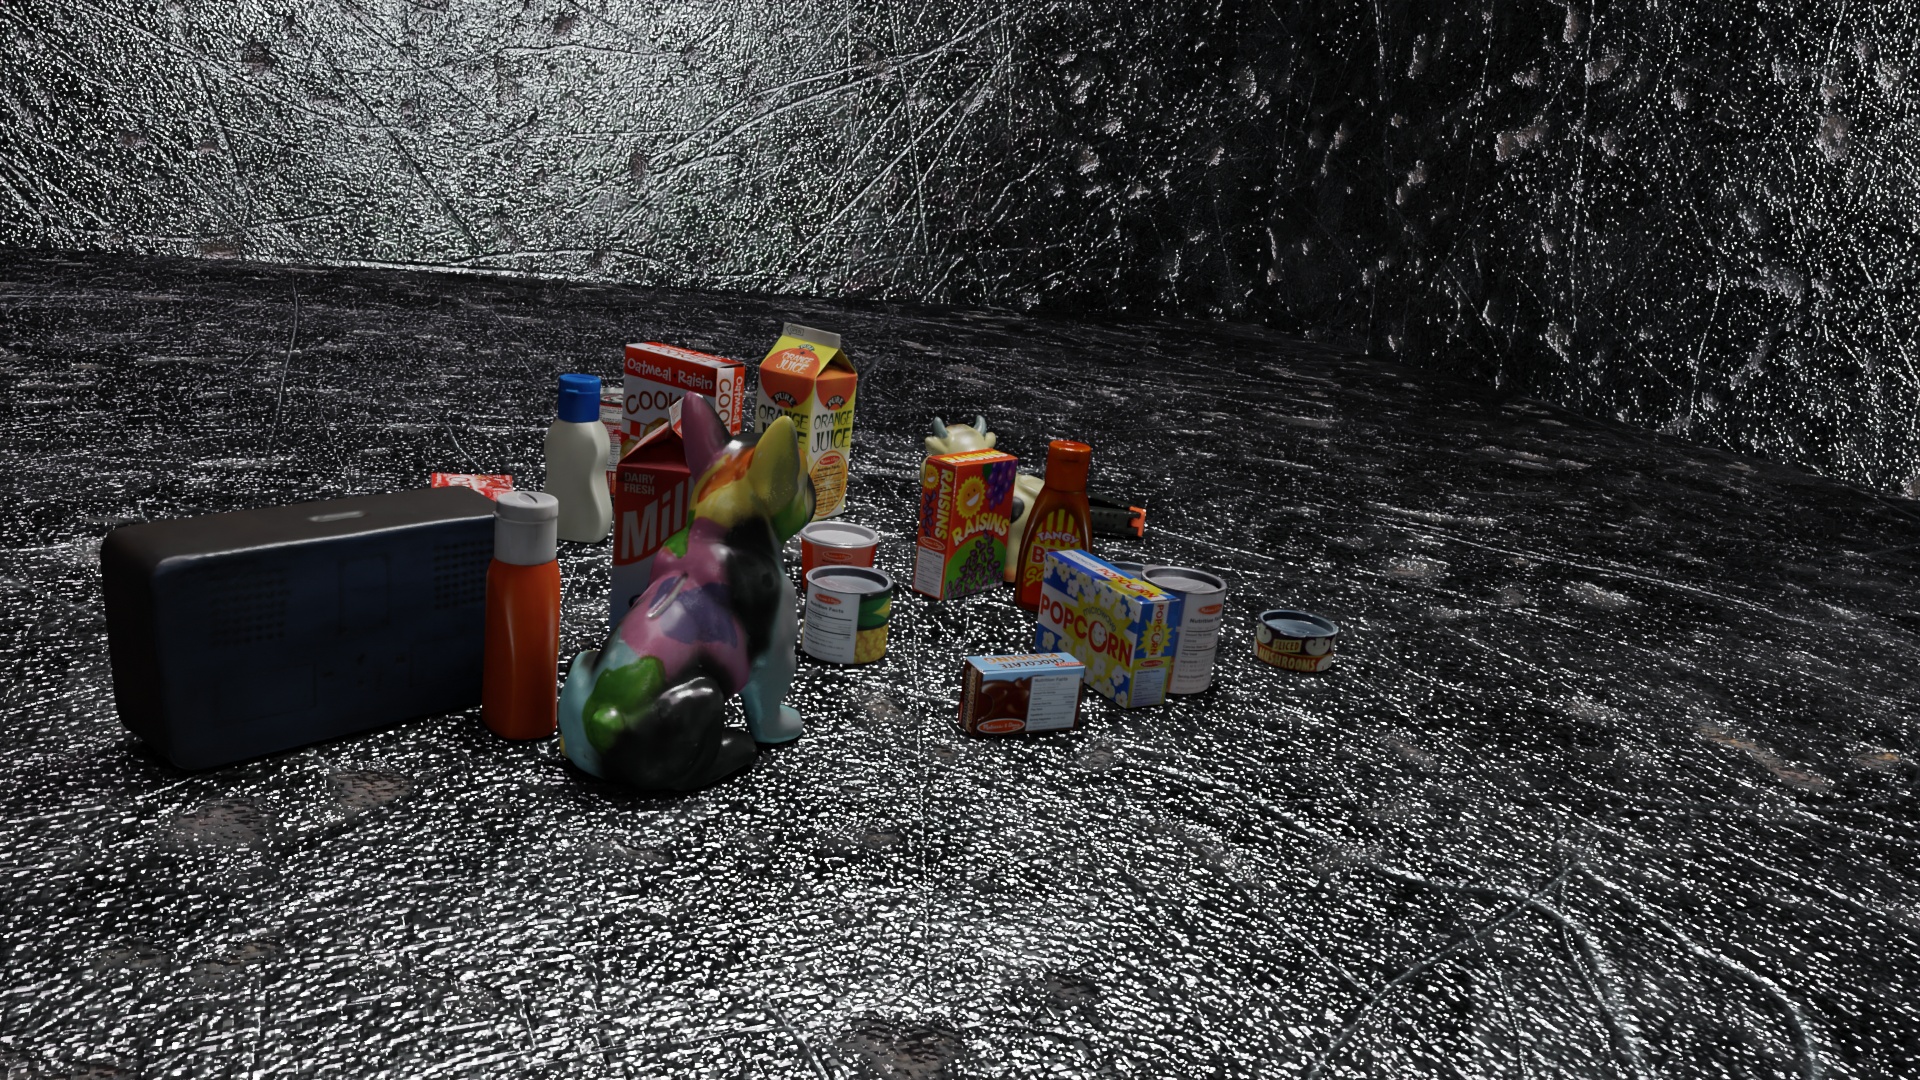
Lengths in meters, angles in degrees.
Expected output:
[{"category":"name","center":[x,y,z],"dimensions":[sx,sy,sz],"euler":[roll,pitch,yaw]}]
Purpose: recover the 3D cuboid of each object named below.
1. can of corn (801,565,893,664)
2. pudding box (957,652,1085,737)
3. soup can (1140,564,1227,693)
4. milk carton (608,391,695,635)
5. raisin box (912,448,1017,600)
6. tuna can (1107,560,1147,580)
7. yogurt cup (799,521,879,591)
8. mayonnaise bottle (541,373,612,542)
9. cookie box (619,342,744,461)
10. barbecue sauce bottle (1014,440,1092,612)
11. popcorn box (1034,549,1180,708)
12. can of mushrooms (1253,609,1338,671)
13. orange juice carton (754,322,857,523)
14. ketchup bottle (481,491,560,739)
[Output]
[{"category":"can of corn","center":[-0.086,0.056,1.067],"dimensions":[0.071,0.058,0.071],"euler":[6,16,-2]},{"category":"pudding box","center":[0.042,0.106,0.962],"dimensions":[0.084,0.049,0.030],"euler":[-1,17,-26]},{"category":"soup can","center":[0.166,0.068,1.083],"dimensions":[0.071,0.083,0.071],"euler":[6,15,-2]},{"category":"milk carton","center":[-0.207,-0.009,1.002],"dimensions":[0.073,0.190,0.072],"euler":[6,15,-2]},{"category":"raisin box","center":[0.004,-0.016,1.236],"dimensions":[0.040,0.123,0.086],"euler":[20,20,39]},{"category":"tuna can","center":[0.153,0.044,1.256],"dimensions":[0.071,0.032,0.071],"euler":[6,16,-2]},{"category":"yogurt cup","center":[-0.106,0.018,1.199],"dimensions":[0.072,0.053,0.072],"euler":[6,16,-2]},{"category":"mayonnaise bottle","center":[-0.345,-0.074,1.252],"dimensions":[0.065,0.147,0.041],"euler":[8,15,6]},{"category":"cookie box","center":[-0.269,-0.097,1.329],"dimensions":[0.123,0.167,0.040],"euler":[16,18,31]},{"category":"barbecue sauce bottle","center":[0.086,-0.011,1.210],"dimensions":[0.065,0.148,0.044],"euler":[7,15,2]},{"category":"popcorn box","center":[0.109,0.065,1.067],"dimensions":[0.038,0.085,0.127],"euler":[-3,18,-32]},{"category":"can of mushrooms","center":[0.280,0.084,1.166],"dimensions":[0.071,0.033,0.071],"euler":[6,16,-2]},{"category":"orange juice carton","center":[-0.158,-0.120,1.409],"dimensions":[0.072,0.192,0.073],"euler":[15,18,29]},{"category":"ketchup bottle","center":[-0.272,0.045,0.863],"dimensions":[0.043,0.148,0.065],"euler":[-3,18,-32]}]
